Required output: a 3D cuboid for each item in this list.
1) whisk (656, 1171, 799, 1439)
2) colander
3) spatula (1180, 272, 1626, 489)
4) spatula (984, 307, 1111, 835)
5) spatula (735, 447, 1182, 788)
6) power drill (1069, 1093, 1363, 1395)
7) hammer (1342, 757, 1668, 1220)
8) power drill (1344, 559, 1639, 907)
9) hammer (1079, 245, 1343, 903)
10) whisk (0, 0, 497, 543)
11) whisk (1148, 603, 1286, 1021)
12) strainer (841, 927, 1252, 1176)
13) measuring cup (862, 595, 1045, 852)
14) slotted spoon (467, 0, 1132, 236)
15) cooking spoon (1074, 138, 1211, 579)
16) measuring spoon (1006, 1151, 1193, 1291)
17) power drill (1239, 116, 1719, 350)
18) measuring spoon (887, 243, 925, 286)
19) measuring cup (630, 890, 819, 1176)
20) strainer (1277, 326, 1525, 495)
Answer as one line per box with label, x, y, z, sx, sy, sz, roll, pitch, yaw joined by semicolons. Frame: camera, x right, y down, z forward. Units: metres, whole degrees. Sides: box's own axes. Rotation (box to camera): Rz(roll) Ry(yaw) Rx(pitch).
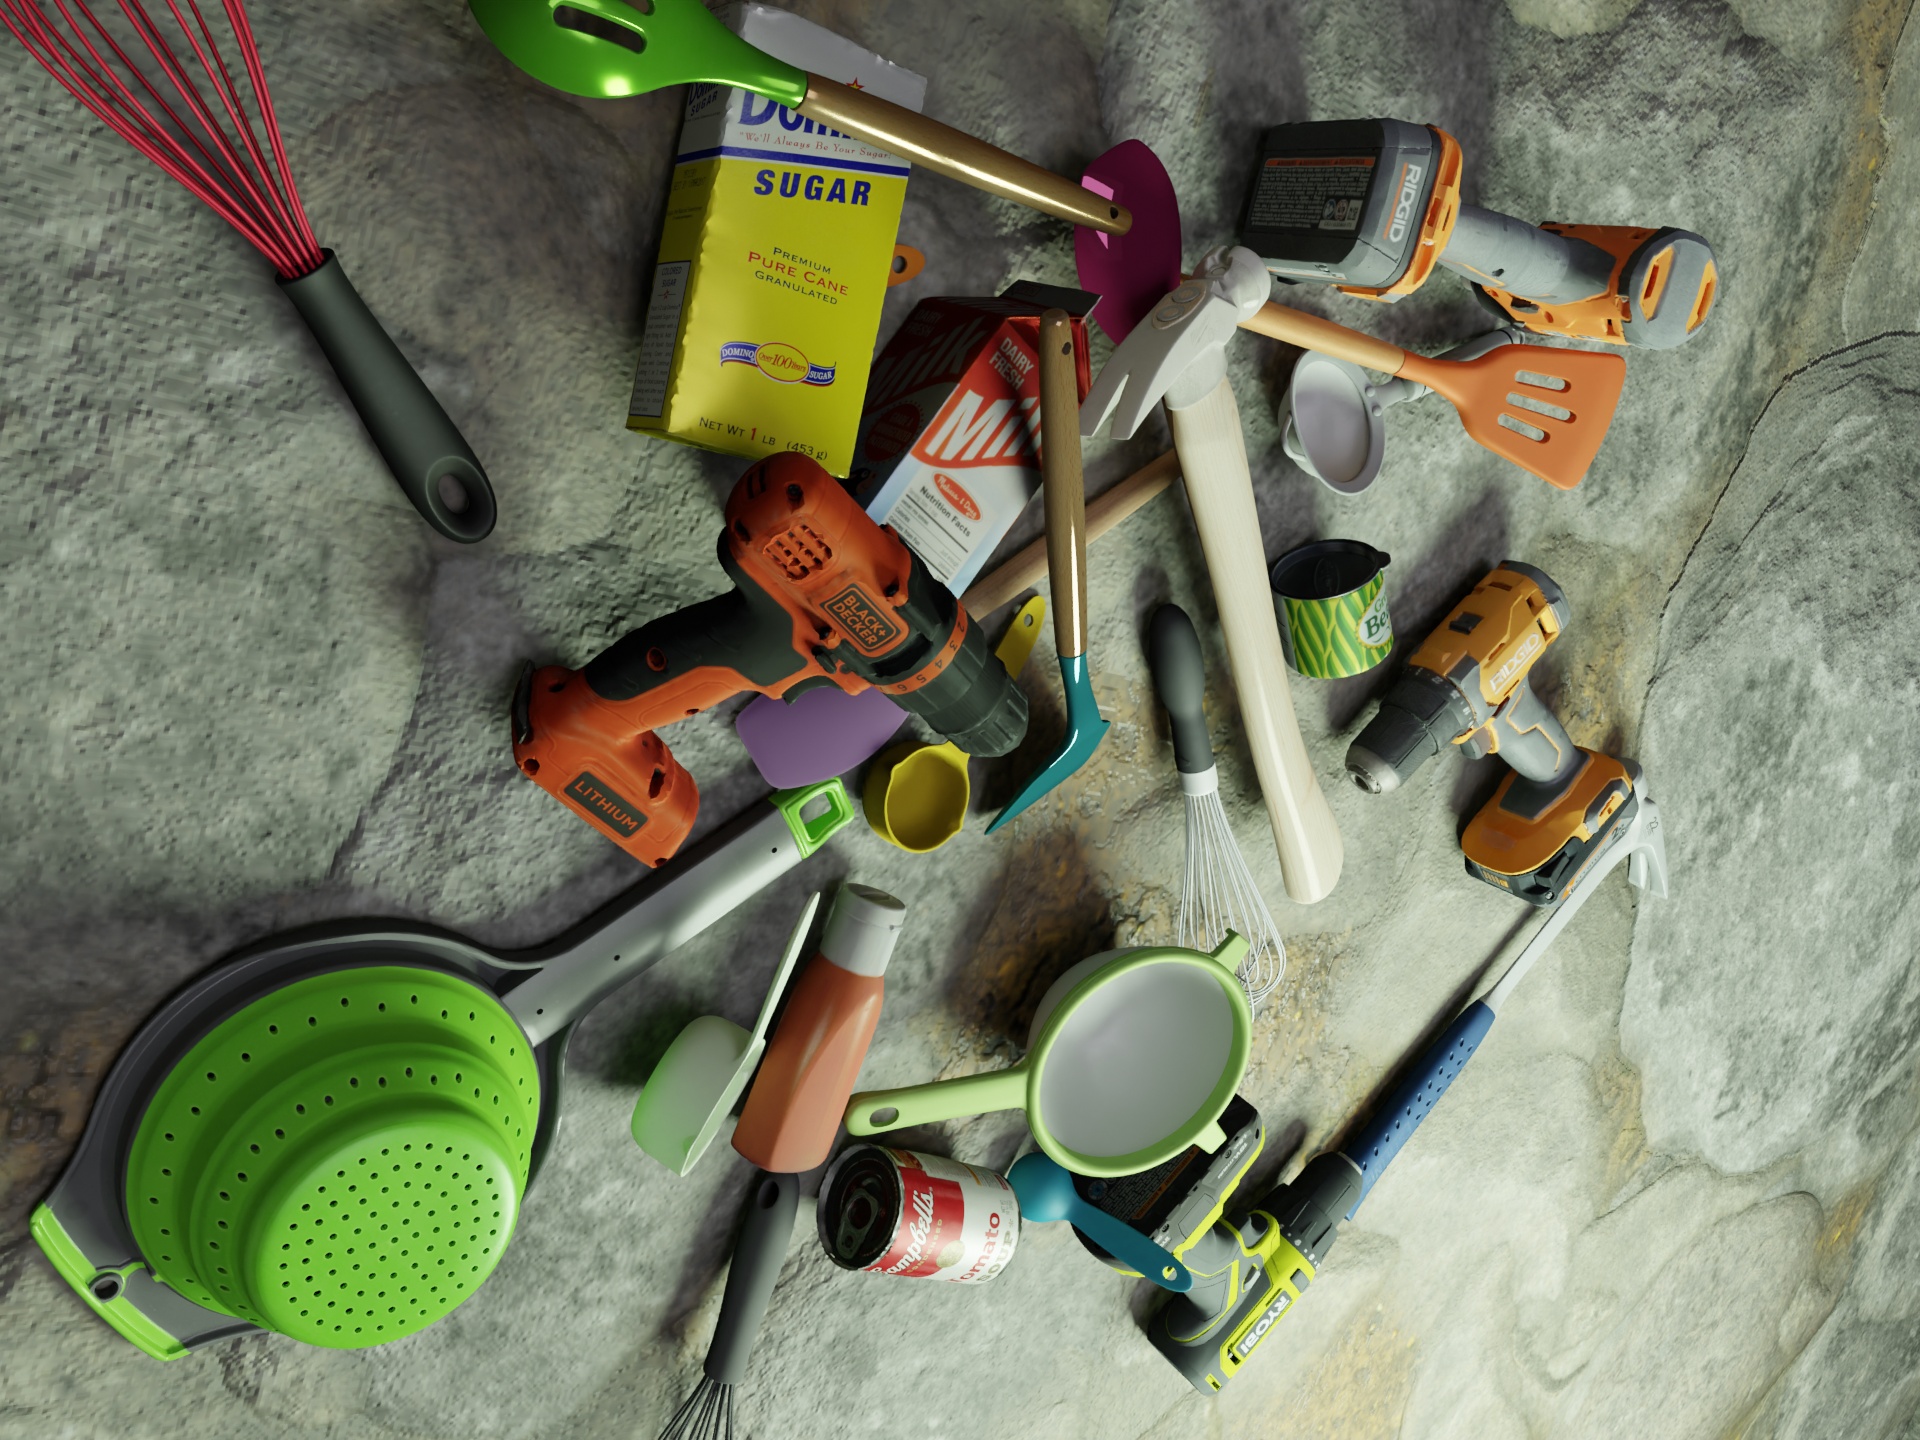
whisk;-0.132;0.355;0.874;0.055;0.055;0.239;15;94;-39
colander;-0.193;0.152;0.709;0.397;0.095;0.204;-35;125;-20
spatula;0.224;-0.201;0.867;0.322;0.041;0.081;10;108;-26
spatula;0.044;-0.059;0.777;0.082;0.044;0.317;-34;140;-27
spatula;0.020;-0.066;0.824;0.316;0.018;0.059;-37;111;-20
power drill;0.179;0.333;1.072;0.190;0.080;0.228;-45;131;-12
hammer;0.412;0.217;1.221;0.405;0.035;0.143;-47;129;-12
power drill;0.359;0.030;1.079;0.185;0.084;0.226;-44;124;-13
hammer;0.155;-0.039;0.870;0.146;0.038;0.410;-51;137;-32
whisk;-0.245;-0.178;0.564;0.073;0.073;0.295;-40;134;-17
whisk;0.147;0.062;0.950;0.070;0.070;0.284;-27;117;-25
strainer;0.045;0.196;0.930;0.256;0.069;0.151;-6;112;-21
measuring cup;-0.001;-0.003;0.839;0.062;0.029;0.156;44;69;-39
slotted spoon;-0.044;-0.247;0.640;0.313;0.031;0.070;7;90;-39
cooking spoon;0.120;-0.151;0.840;0.069;0.017;0.318;-39;131;-19
measuring spoon;0.082;0.306;0.957;0.042;0.129;0.021;-62;160;1
power drill;0.268;-0.256;0.859;0.226;0.164;0.084;7;104;-25
measuring spoon;-0.064;-0.200;0.713;0.117;0.011;0.021;-17;118;-30
measuring cup;-0.113;0.144;0.769;0.167;0.038;0.083;-65;174;20
strainer;0.257;-0.193;0.935;0.258;0.050;0.087;-26;101;-32
